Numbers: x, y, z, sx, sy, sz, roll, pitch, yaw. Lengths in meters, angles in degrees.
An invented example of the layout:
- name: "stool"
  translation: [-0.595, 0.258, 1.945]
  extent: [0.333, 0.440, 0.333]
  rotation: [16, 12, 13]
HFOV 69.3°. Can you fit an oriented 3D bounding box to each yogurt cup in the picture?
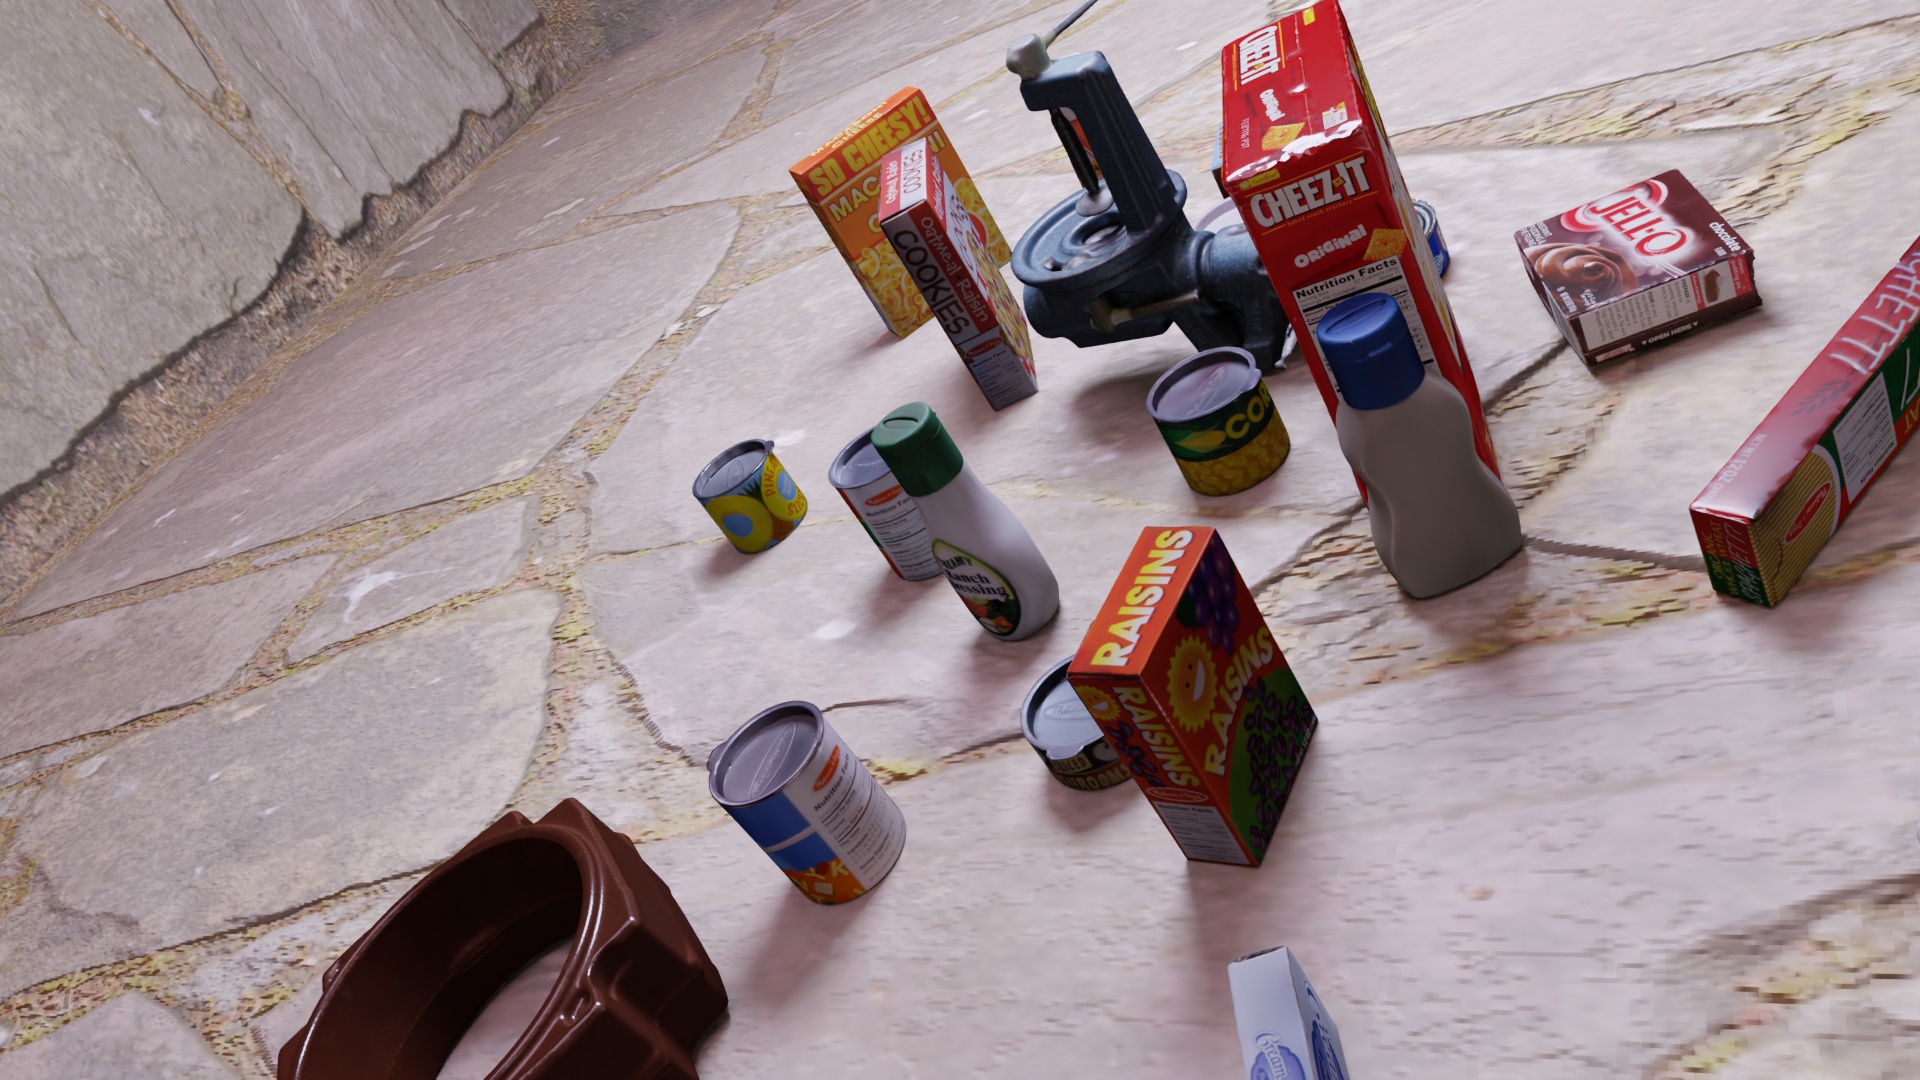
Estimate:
- name: "yogurt cup"
  translation: [0.195, -0.197, 0.941]
  extent: [0.072, 0.053, 0.073]
  rotation: [-23, 32, 16]

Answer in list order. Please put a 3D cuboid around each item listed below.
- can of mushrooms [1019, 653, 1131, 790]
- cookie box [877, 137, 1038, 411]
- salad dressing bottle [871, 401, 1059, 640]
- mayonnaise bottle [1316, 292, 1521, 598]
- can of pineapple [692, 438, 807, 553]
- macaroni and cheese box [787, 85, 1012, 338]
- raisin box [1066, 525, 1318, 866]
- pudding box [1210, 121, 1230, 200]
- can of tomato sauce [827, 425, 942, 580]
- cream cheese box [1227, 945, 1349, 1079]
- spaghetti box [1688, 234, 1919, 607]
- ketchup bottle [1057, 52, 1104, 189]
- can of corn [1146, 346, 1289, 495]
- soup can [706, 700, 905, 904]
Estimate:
- name: "can of mushrooms"
  translation: [0.065, 0.089, 0.680]
  extent: [0.071, 0.033, 0.071]
  rotation: [-23, 32, 16]
- name: "cookie box"
  translation: [-0.002, -0.193, 1.005]
  extent: [0.040, 0.167, 0.123]
  rotation: [-25, 32, 14]
- name: "salad dressing bottle"
  translation: [0.003, -0.010, 0.763]
  extent: [0.064, 0.147, 0.044]
  rotation: [7, 49, 47]
- name: "mayonnaise bottle"
  translation: [0.203, -0.043, 0.627]
  extent: [0.065, 0.147, 0.041]
  rotation: [-29, 31, 8]
- name: "can of pineapple"
  translation: [-0.153, -0.033, 1.026]
  extent: [0.071, 0.057, 0.071]
  rotation: [-24, 32, 16]
- name: "macaroni and cheese box"
  translation: [-0.048, -0.272, 1.158]
  extent: [0.124, 0.166, 0.040]
  rotation: [-38, 31, -7]
- name: "raisin box"
  translation: [0.102, 0.066, 0.591]
  extent: [0.040, 0.123, 0.086]
  rotation: [-2, 43, 41]
- name: "pudding box"
  translation: [0.214, -0.283, 1.048]
  extent: [0.030, 0.049, 0.084]
  rotation: [-16, 35, 27]
- name: "can of tomato sauce"
  translation: [-0.034, -0.027, 0.884]
  extent: [0.071, 0.083, 0.071]
  rotation: [-24, 32, 16]
- name: "cream cheese box"
  translation: [0.117, 0.195, 0.465]
  extent: [0.024, 0.053, 0.104]
  rotation: [-24, 32, 16]
- name: "spaghetti box"
  translation: [0.395, -0.074, 0.590]
  extent: [0.251, 0.050, 0.029]
  rotation: [-43, 32, -16]
- name: "ketchup bottle"
  translation: [0.110, -0.302, 1.074]
  extent: [0.044, 0.148, 0.065]
  rotation: [-45, 33, -19]
- name: "can of corn"
  translation: [0.151, -0.068, 0.797]
  extent: [0.071, 0.058, 0.071]
  rotation: [-24, 32, 16]
- name: "soup can"
  translation: [-0.078, 0.132, 0.700]
  extent: [0.071, 0.083, 0.072]
  rotation: [-24, 32, 16]
